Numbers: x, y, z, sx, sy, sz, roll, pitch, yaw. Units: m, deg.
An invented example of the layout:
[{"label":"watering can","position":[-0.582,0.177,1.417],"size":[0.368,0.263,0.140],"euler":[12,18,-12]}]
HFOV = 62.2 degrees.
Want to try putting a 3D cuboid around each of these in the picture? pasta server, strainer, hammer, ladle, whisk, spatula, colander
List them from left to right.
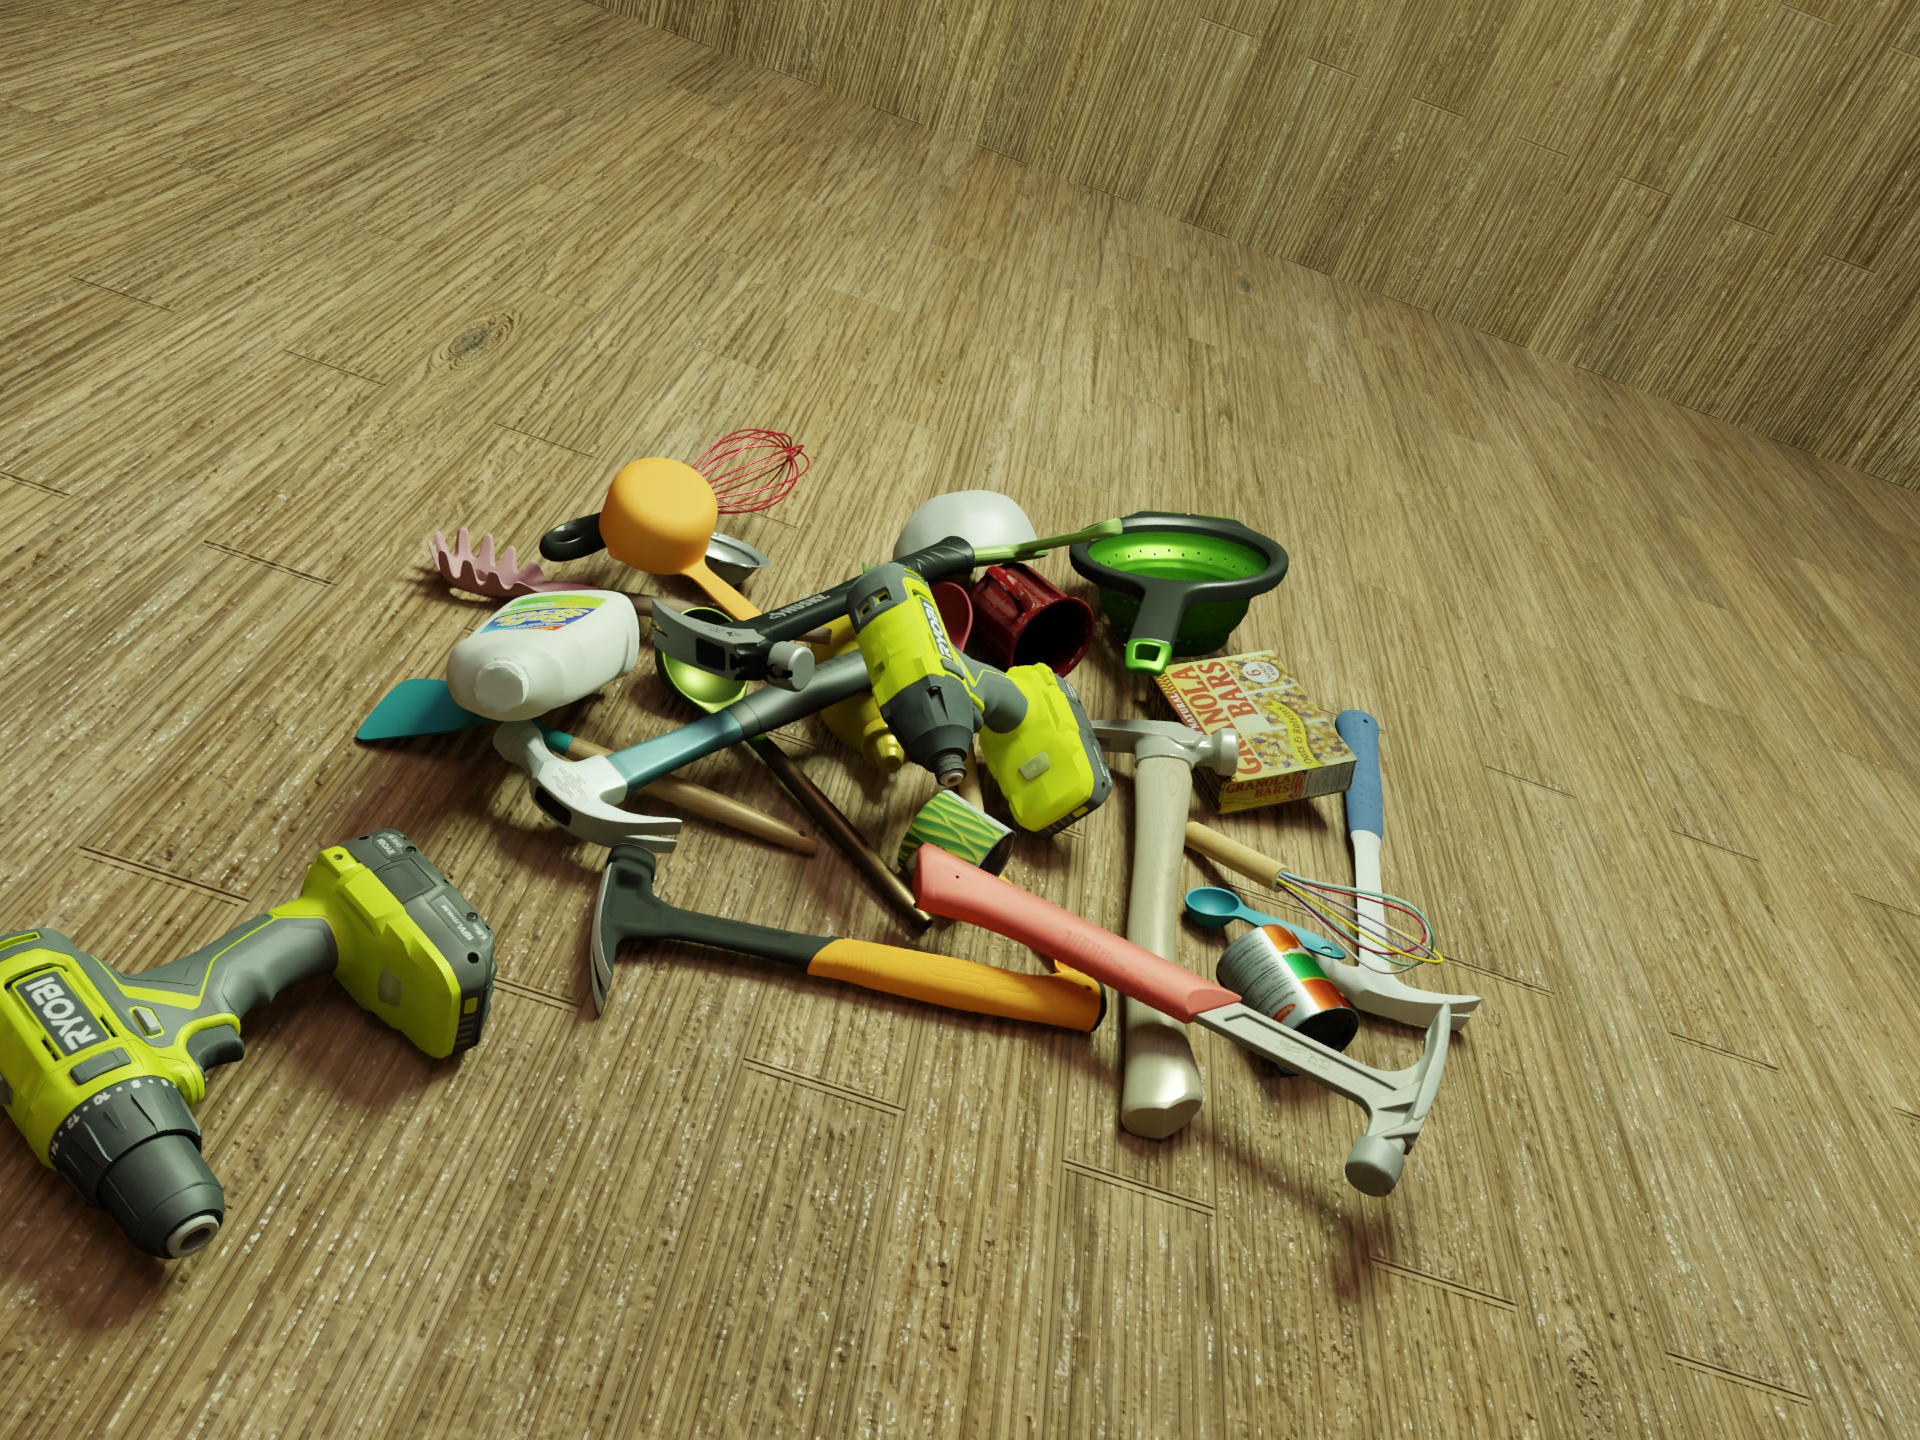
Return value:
[{"label":"spatula","position":[-0.249,0.036,1.100],"size":[0.317,0.044,0.082],"euler":[23,30,-7]},{"label":"pasta server","position":[-0.256,-0.099,1.246],"size":[0.316,0.040,0.060],"euler":[10,26,-4]},{"label":"whisk","position":[-0.233,-0.185,1.329],"size":[0.073,0.073,0.296],"euler":[35,41,21]},{"label":"strainer","position":[-0.231,-0.174,1.408],"size":[0.086,0.050,0.259],"euler":[11,27,-30]},{"label":"hammer","position":[-0.152,-0.002,1.122],"size":[0.331,0.033,0.128],"euler":[-26,63,-40]},{"label":"ladle","position":[-0.119,0.032,1.151],"size":[0.078,0.062,0.320],"euler":[-17,51,-41]},{"label":"hammer","position":[-0.091,-0.095,1.226],"size":[0.146,0.035,0.335],"euler":[15,25,28]},{"label":"hammer","position":[-0.065,0.158,1.011],"size":[0.336,0.034,0.127],"euler":[13,32,-13]},{"label":"ladle","position":[-0.002,-0.004,1.284],"size":[0.031,0.069,0.316],"euler":[35,28,-32]},{"label":"strainer","position":[0.038,-0.176,1.404],"size":[0.151,0.069,0.256],"euler":[-10,3,-44]},{"label":"hammer","position":[0.131,0.130,1.151],"size":[0.146,0.038,0.411],"euler":[3,36,6]},{"label":"colander","position":[0.185,-0.088,1.433],"size":[0.204,0.094,0.397],"euler":[7,25,11]},{"label":"hammer","position":[0.133,0.164,1.028],"size":[0.359,0.036,0.149],"euler":[25,44,14]},{"label":"whisk","position":[0.254,0.126,1.183],"size":[0.047,0.051,0.245],"euler":[-26,33,-30]},{"label":"hammer","position":[0.343,0.108,1.325],"size":[0.144,0.035,0.406],"euler":[21,32,-1]}]

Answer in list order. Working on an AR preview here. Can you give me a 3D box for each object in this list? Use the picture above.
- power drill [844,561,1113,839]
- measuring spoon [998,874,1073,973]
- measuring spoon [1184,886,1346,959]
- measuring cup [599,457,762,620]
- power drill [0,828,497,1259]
[{"label":"power drill","position":[0.015,-0.001,1.146],"size":[0.223,0.080,0.171],"euler":[31,32,-50]},{"label":"measuring spoon","position":[0.048,0.145,1.124],"size":[0.021,0.011,0.117],"euler":[-4,36,-35]},{"label":"measuring spoon","position":[0.222,0.156,1.168],"size":[0.129,0.021,0.042],"euler":[21,29,33]},{"label":"measuring cup","position":[-0.203,-0.136,1.233],"size":[0.174,0.052,0.095],"euler":[42,49,11]},{"label":"power drill","position":[-0.356,0.156,0.807],"size":[0.191,0.080,0.228],"euler":[38,38,25]}]
